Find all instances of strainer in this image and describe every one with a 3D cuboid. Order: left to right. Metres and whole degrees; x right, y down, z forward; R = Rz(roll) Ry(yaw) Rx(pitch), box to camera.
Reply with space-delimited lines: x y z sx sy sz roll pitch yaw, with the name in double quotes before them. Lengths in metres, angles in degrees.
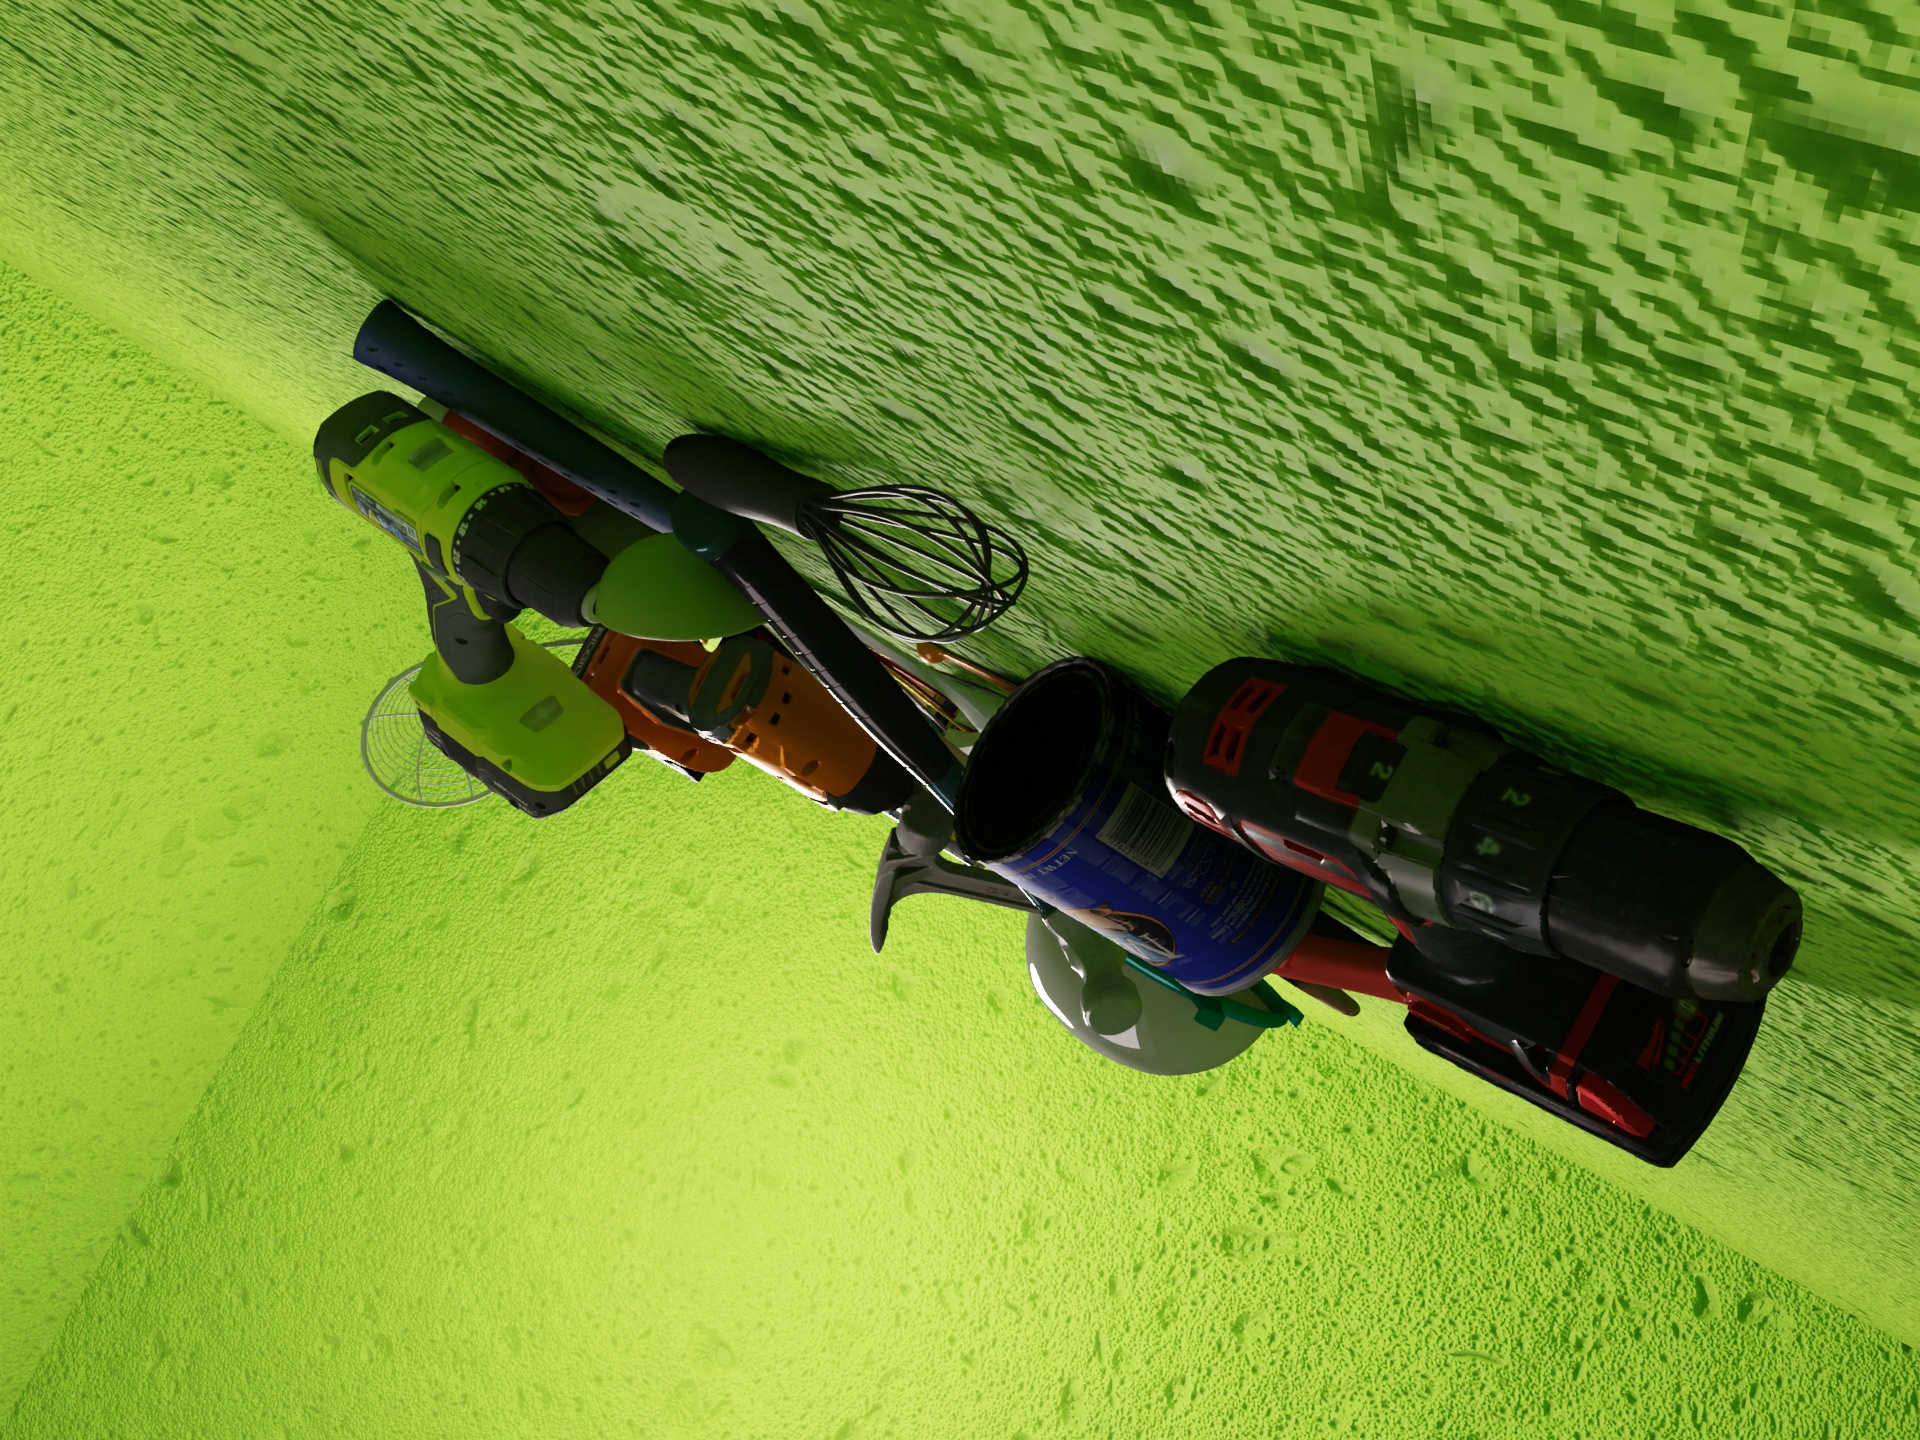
"strainer" -0.271 -0.127 1.019 0.256 0.069 0.151 17 -178 32
"strainer" 0.077 0.166 1.187 0.341 0.095 0.210 31 -173 30

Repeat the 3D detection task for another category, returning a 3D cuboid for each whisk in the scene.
"whisk" -0.056 -0.077 0.604 0.055 0.055 0.239 34 176 -41
"whisk" -0.041 -0.029 0.975 0.245 0.051 0.047 32 180 4

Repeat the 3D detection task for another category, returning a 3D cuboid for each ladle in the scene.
"ladle" -0.058 -0.002 0.831 0.319 0.062 0.078 37 176 -42

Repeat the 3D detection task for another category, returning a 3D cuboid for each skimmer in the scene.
"skimmer" -0.253 -0.008 1.138 0.363 0.090 0.127 -7 131 18

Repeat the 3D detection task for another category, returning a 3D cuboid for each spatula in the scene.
"spatula" 0.210 0.172 1.108 0.082 0.044 0.317 -11 151 35

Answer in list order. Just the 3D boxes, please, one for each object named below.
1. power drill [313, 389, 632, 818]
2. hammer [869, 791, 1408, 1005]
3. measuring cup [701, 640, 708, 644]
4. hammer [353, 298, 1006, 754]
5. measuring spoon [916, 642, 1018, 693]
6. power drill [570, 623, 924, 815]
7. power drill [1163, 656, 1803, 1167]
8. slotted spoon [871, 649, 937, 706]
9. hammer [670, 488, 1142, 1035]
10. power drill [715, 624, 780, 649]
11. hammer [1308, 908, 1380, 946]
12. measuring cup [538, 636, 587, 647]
"power drill" -0.249 -0.052 0.870 0.191 0.080 0.228 32 147 23
"hammer" 0.126 0.128 0.942 0.359 0.037 0.149 13 144 -4
"measuring cup" -0.250 -0.119 1.190 0.174 0.052 0.095 30 175 15
"hammer" -0.129 -0.092 0.844 0.405 0.035 0.144 32 167 -10
"measuring spoon" 0.021 -0.018 0.901 0.117 0.011 0.021 28 174 23
"power drill" -0.131 0.002 0.982 0.164 0.084 0.227 34 167 -37
"power drill" 0.186 0.067 0.506 0.188 0.080 0.226 23 169 47
"slotted spoon" -0.002 -0.003 1.086 0.313 0.031 0.070 33 174 -21
"hammer" -0.020 0.013 0.764 0.330 0.033 0.128 49 -166 -28
"power drill" -0.134 -0.022 1.270 0.143 0.078 0.219 29 172 3
"hammer" 0.283 0.165 1.089 0.334 0.035 0.146 31 174 -20
"measuring cup" -0.225 -0.077 1.106 0.167 0.038 0.083 -7 -175 16
